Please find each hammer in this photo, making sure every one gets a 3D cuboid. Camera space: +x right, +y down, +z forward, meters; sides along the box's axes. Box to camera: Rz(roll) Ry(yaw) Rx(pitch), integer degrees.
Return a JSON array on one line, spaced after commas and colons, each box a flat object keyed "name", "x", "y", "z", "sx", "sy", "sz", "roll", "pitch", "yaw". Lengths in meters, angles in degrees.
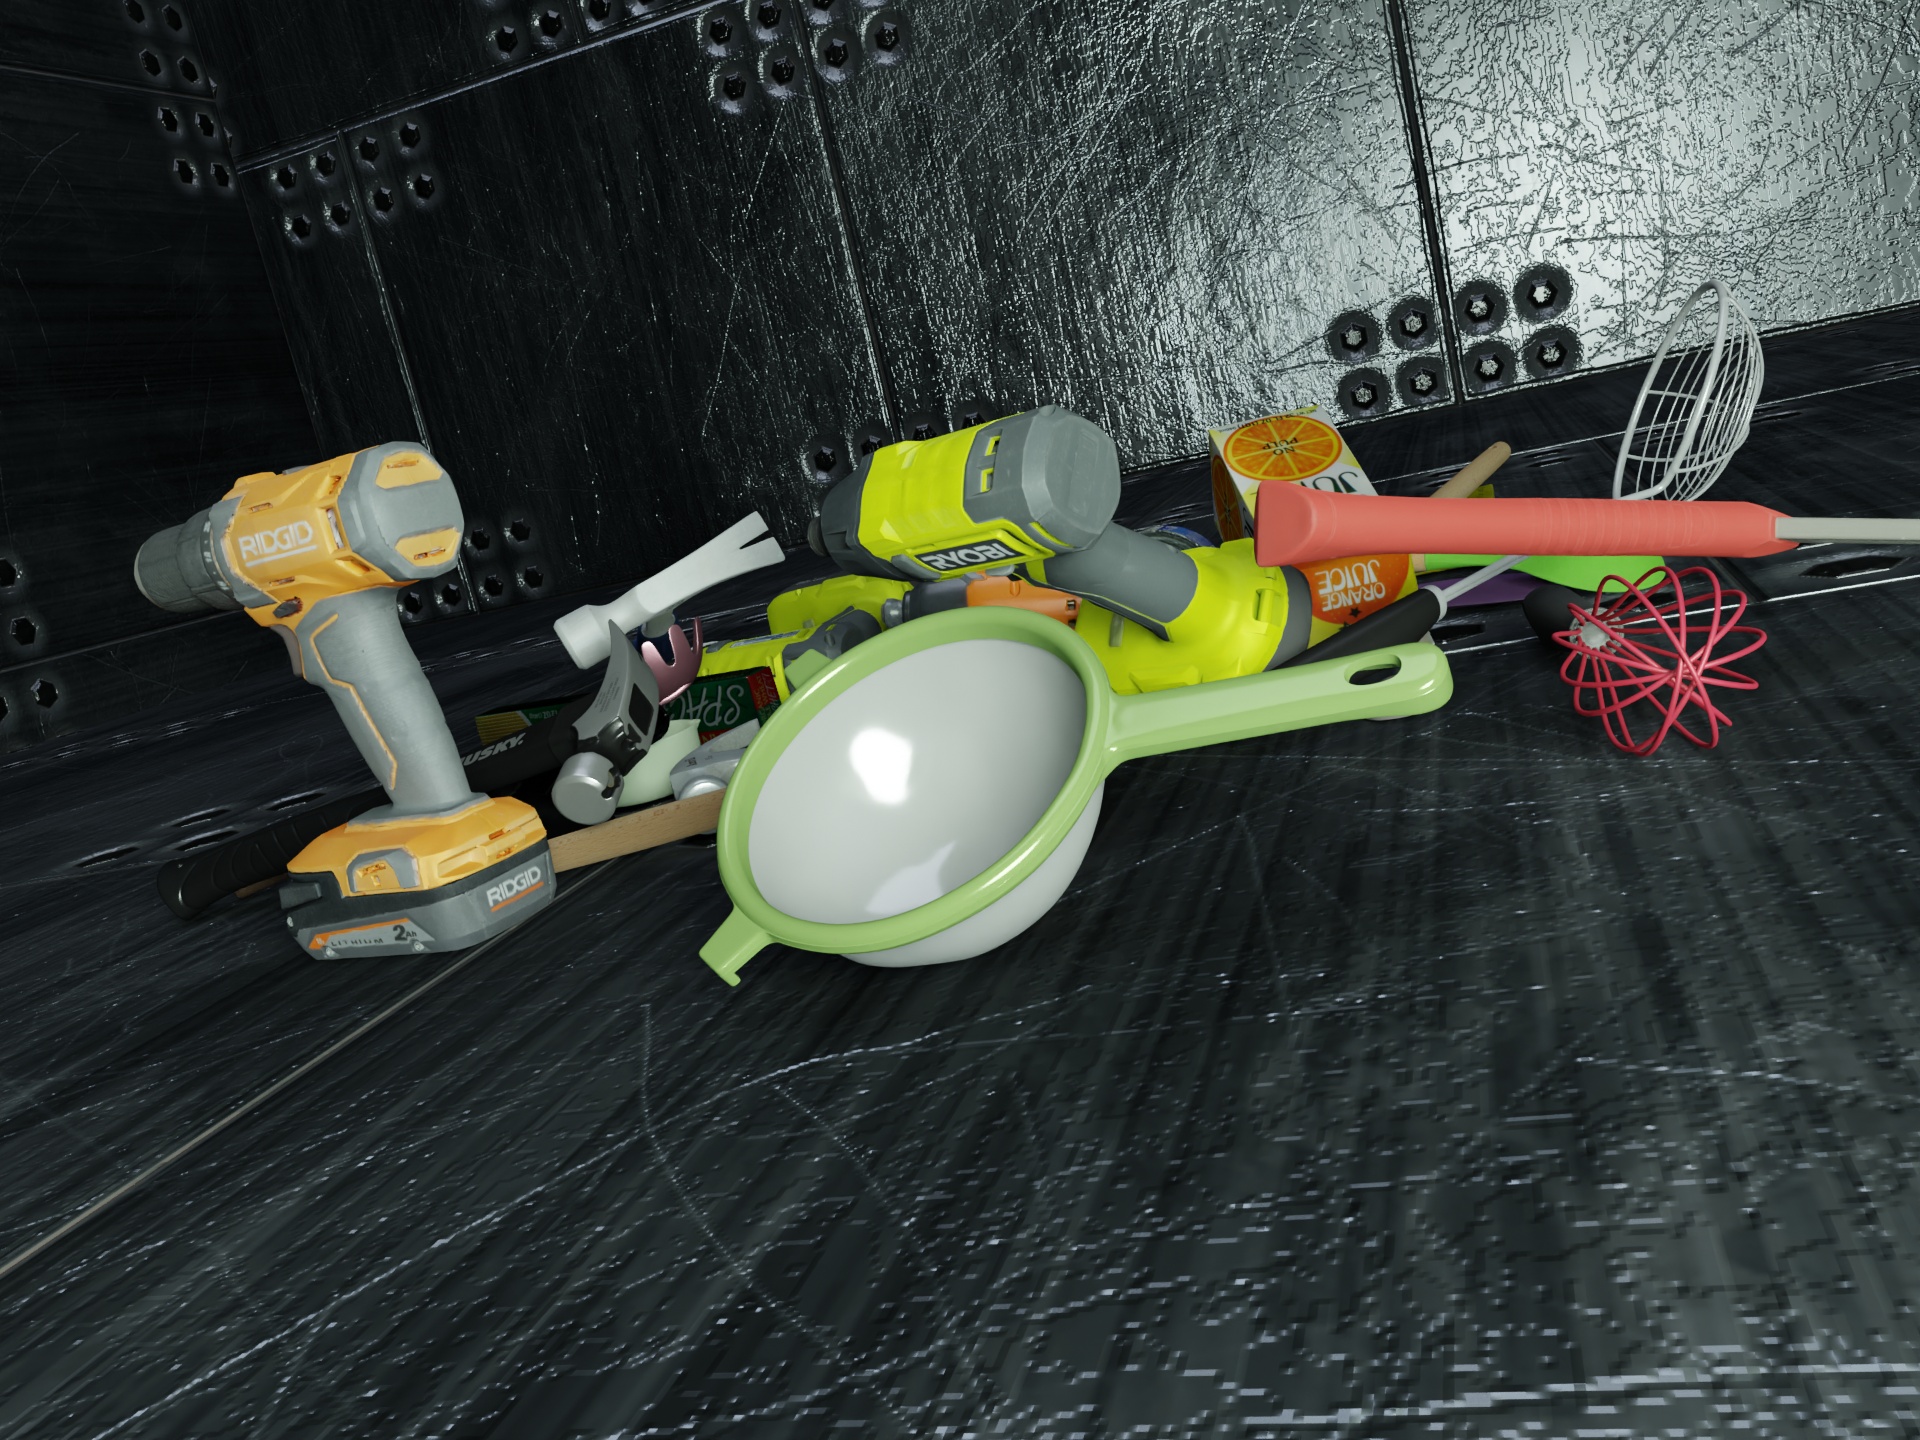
[{"name": "hammer", "x": -0.210, "y": -0.072, "z": 1.139, "sx": 0.144, "sy": 0.035, "sz": 0.405, "roll": -31, "pitch": 4, "yaw": -11}, {"name": "hammer", "x": 0.305, "y": -0.081, "z": 0.672, "sx": 0.359, "sy": 0.037, "sz": 0.149, "roll": 1, "pitch": 3, "yaw": 4}, {"name": "hammer", "x": -0.311, "y": 0.043, "z": 0.877, "sx": 0.335, "sy": 0.035, "sz": 0.146, "roll": -20, "pitch": 34, "yaw": 19}, {"name": "hammer", "x": -0.001, "y": -0.003, "z": 0.906, "sx": 0.331, "sy": 0.033, "sz": 0.128, "roll": -15, "pitch": 12, "yaw": -10}]

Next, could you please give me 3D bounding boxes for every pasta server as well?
[{"name": "pasta server", "x": -0.293, "y": 0.023, "z": 0.964, "sx": 0.316, "sy": 0.040, "sz": 0.060, "roll": -27, "pitch": 3, "yaw": -8}]

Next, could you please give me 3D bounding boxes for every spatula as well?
[{"name": "spatula", "x": 0.236, "y": -0.075, "z": 1.029, "sx": 0.316, "sy": 0.018, "sz": 0.060, "roll": -3, "pitch": 20, "yaw": 40}, {"name": "spatula", "x": -0.105, "y": 0.037, "z": 0.782, "sx": 0.317, "sy": 0.082, "sz": 0.044, "roll": -17, "pitch": -2, "yaw": 10}]

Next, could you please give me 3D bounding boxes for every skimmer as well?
[{"name": "skimmer", "x": 0.262, "y": -0.105, "z": 0.793, "sx": 0.363, "sy": 0.090, "sz": 0.127, "roll": -28, "pitch": -23, "yaw": -16}]

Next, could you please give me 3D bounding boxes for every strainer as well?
[{"name": "strainer", "x": 0.041, "y": 0.024, "z": 0.545, "sx": 0.256, "sy": 0.069, "sz": 0.152, "roll": -11, "pitch": 43, "yaw": 22}]

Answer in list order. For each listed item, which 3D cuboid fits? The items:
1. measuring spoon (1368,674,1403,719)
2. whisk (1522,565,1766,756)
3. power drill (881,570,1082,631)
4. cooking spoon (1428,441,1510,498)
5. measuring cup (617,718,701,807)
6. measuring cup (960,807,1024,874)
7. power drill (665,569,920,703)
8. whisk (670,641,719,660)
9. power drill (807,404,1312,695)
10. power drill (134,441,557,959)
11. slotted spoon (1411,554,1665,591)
[{"name": "measuring spoon", "x": 0.179, "y": -0.014, "z": 0.779, "sx": 0.034, "sy": 0.018, "sz": 0.124, "roll": -20, "pitch": 13, "yaw": -32}, {"name": "whisk", "x": 0.277, "y": -0.036, "z": 0.681, "sx": 0.073, "sy": 0.073, "sz": 0.296, "roll": -11, "pitch": 6, "yaw": 12}, {"name": "power drill", "x": 0.034, "y": -0.100, "z": 1.192, "sx": 0.164, "sy": 0.084, "sz": 0.226, "roll": -2, "pitch": 15, "yaw": 7}, {"name": "cooking spoon", "x": 0.283, "y": -0.115, "z": 1.033, "sx": 0.069, "sy": 0.017, "sz": 0.319, "roll": 3, "pitch": 31, "yaw": 46}, {"name": "measuring cup", "x": -0.208, "y": 0.024, "z": 1.008, "sx": 0.083, "sy": 0.038, "sz": 0.168, "roll": -17, "pitch": 9, "yaw": -17}, {"name": "measuring cup", "x": 0.010, "y": 0.042, "z": 0.651, "sx": 0.095, "sy": 0.052, "sz": 0.174, "roll": -17, "pitch": 36, "yaw": -3}, {"name": "power drill", "x": -0.129, "y": -0.049, "z": 1.187, "sx": 0.190, "sy": 0.080, "sz": 0.228, "roll": -9, "pitch": 14, "yaw": 23}, {"name": "whisk", "x": -0.148, "y": -0.053, "z": 1.326, "sx": 0.058, "sy": 0.059, "sz": 0.246, "roll": 37, "pitch": 34, "yaw": 26}, {"name": "power drill", "x": 0.049, "y": -0.071, "z": 0.765, "sx": 0.223, "sy": 0.080, "sz": 0.171, "roll": 24, "pitch": -20, "yaw": -40}, {"name": "power drill", "x": -0.297, "y": -0.006, "z": 0.751, "sx": 0.185, "sy": 0.226, "sz": 0.084, "roll": -8, "pitch": 12, "yaw": 28}, {"name": "slotted spoon", "x": 0.256, "y": -0.097, "z": 0.964, "sx": 0.314, "sy": 0.031, "sz": 0.070, "roll": 0, "pitch": 35, "yaw": 26}]
